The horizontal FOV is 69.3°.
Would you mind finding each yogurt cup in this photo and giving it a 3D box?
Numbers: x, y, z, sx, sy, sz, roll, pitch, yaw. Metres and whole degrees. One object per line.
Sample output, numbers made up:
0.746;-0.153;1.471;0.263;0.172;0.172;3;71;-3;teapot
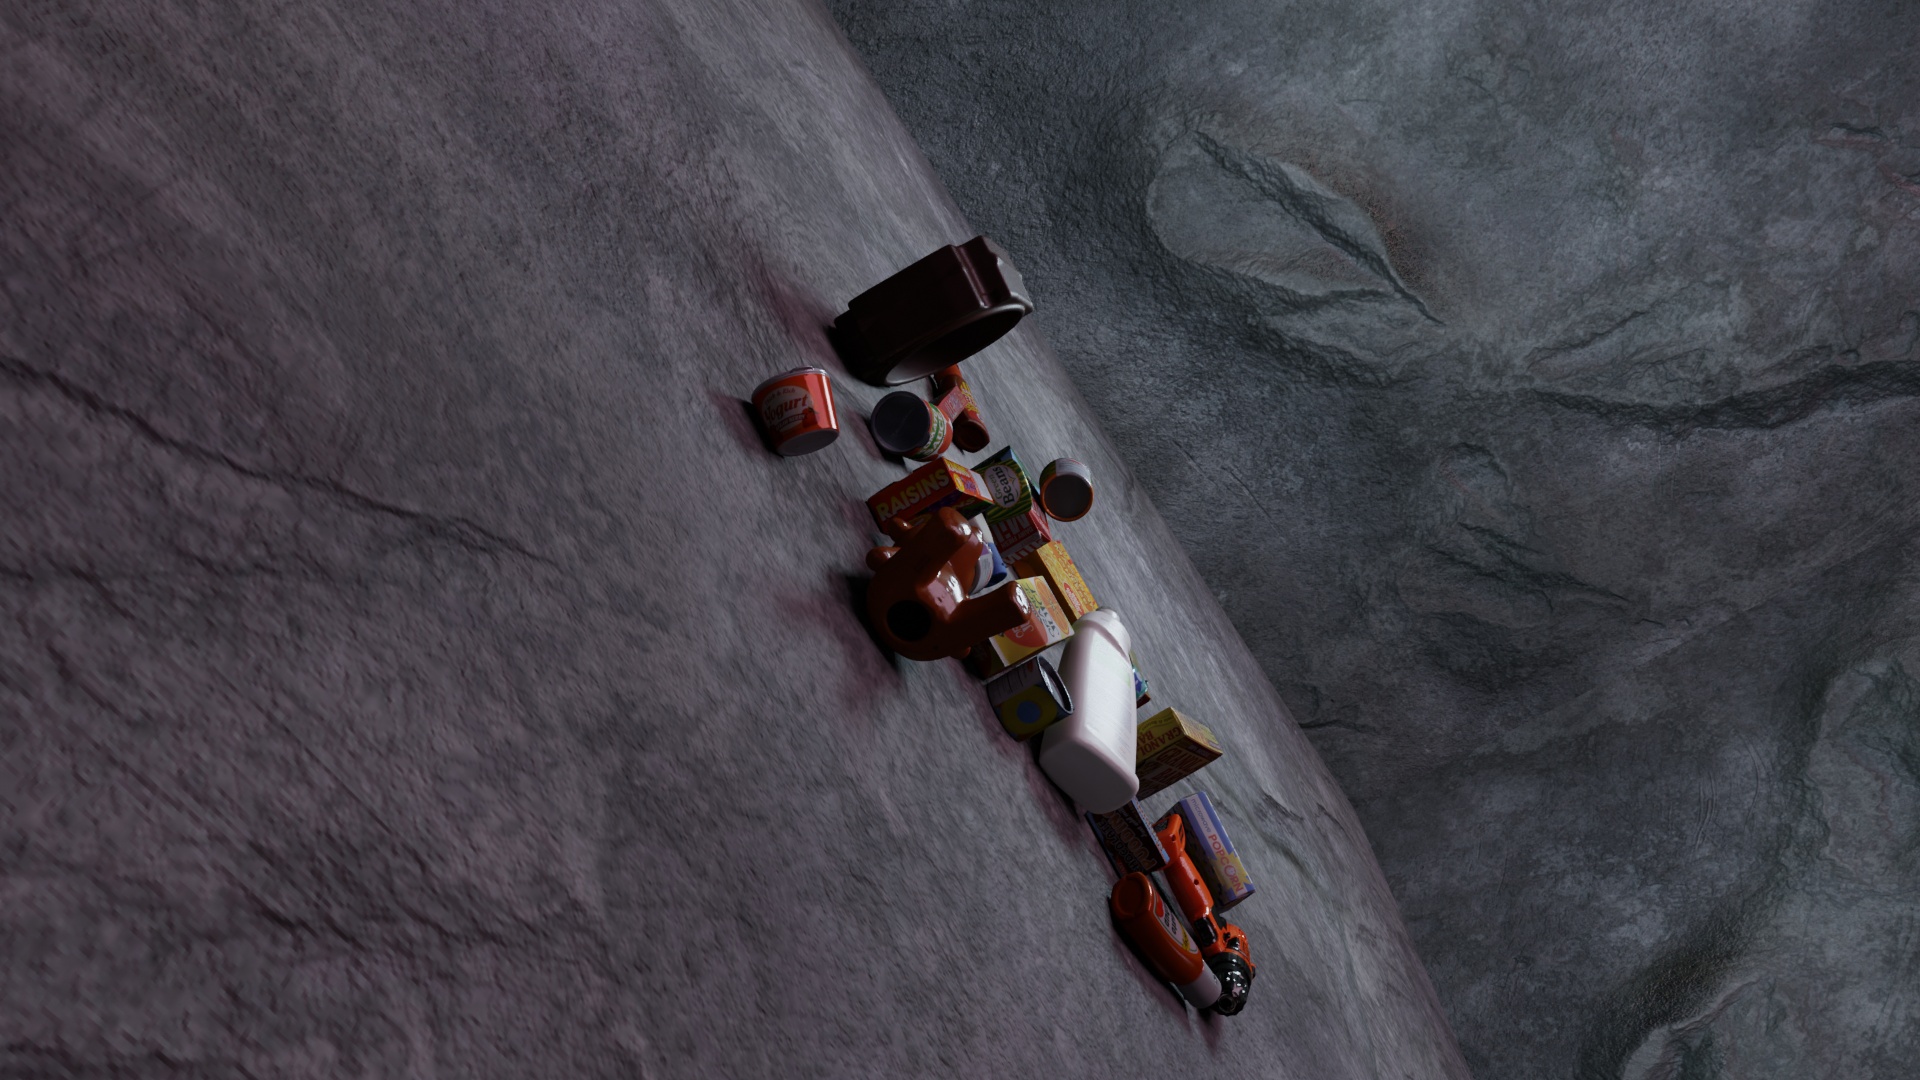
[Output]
-0.134;-0.105;1.154;0.054;0.072;0.072;70;15;13;yogurt cup

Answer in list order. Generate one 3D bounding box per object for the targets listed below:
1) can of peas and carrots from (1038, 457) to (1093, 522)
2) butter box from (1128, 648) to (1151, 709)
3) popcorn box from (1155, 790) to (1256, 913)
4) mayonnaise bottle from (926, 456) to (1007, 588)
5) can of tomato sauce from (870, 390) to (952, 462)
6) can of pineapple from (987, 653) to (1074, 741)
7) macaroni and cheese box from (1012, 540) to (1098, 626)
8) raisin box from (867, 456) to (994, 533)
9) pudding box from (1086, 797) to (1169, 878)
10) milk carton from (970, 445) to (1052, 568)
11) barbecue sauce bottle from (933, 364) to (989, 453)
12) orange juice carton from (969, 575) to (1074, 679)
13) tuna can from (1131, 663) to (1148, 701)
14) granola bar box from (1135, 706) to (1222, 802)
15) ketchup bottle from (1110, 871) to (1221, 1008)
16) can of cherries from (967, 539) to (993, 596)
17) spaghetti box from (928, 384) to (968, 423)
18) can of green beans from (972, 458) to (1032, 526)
0.129;-0.060;1.702;0.071;0.071;0.059;56;13;-15;can of peas and carrots
0.210;0.183;1.798;0.024;0.053;0.104;49;16;-28;butter box
0.279;0.362;1.596;0.127;0.038;0.084;64;-25;23;popcorn box
0.005;-0.019;1.525;0.148;0.041;0.064;65;9;21;mayonnaise bottle
-0.049;-0.120;1.483;0.071;0.071;0.083;62;13;12;can of tomato sauce
0.068;0.153;1.333;0.071;0.058;0.071;54;14;-20;can of pineapple
0.125;0.062;1.784;0.124;0.040;0.166;60;14;7;macaroni and cheese box
-0.027;-0.038;1.347;0.040;0.086;0.123;64;14;13;raisin box
0.168;0.297;1.397;0.084;0.049;0.030;62;11;9;pudding box
0.057;-0.032;1.673;0.073;0.072;0.191;53;14;-25;milk carton
-0.004;-0.184;1.849;0.064;0.043;0.149;44;19;-43;barbecue sauce bottle
0.049;0.086;1.380;0.072;0.073;0.193;61;14;7;orange juice carton
0.197;0.182;1.716;0.033;0.071;0.071;57;13;-9;tuna can
0.206;0.237;1.505;0.039;0.124;0.165;64;14;24;granola bar box
0.197;0.386;1.323;0.148;0.043;0.065;54;14;-23;ketchup bottle
-0.009;0.024;1.328;0.071;0.071;0.058;60;14;3;can of cherries
-0.031;-0.146;1.651;0.028;0.050;0.251;58;13;-9;spaghetti box
0.042;-0.054;1.569;0.071;0.058;0.071;161;-91;-77;can of green beans
